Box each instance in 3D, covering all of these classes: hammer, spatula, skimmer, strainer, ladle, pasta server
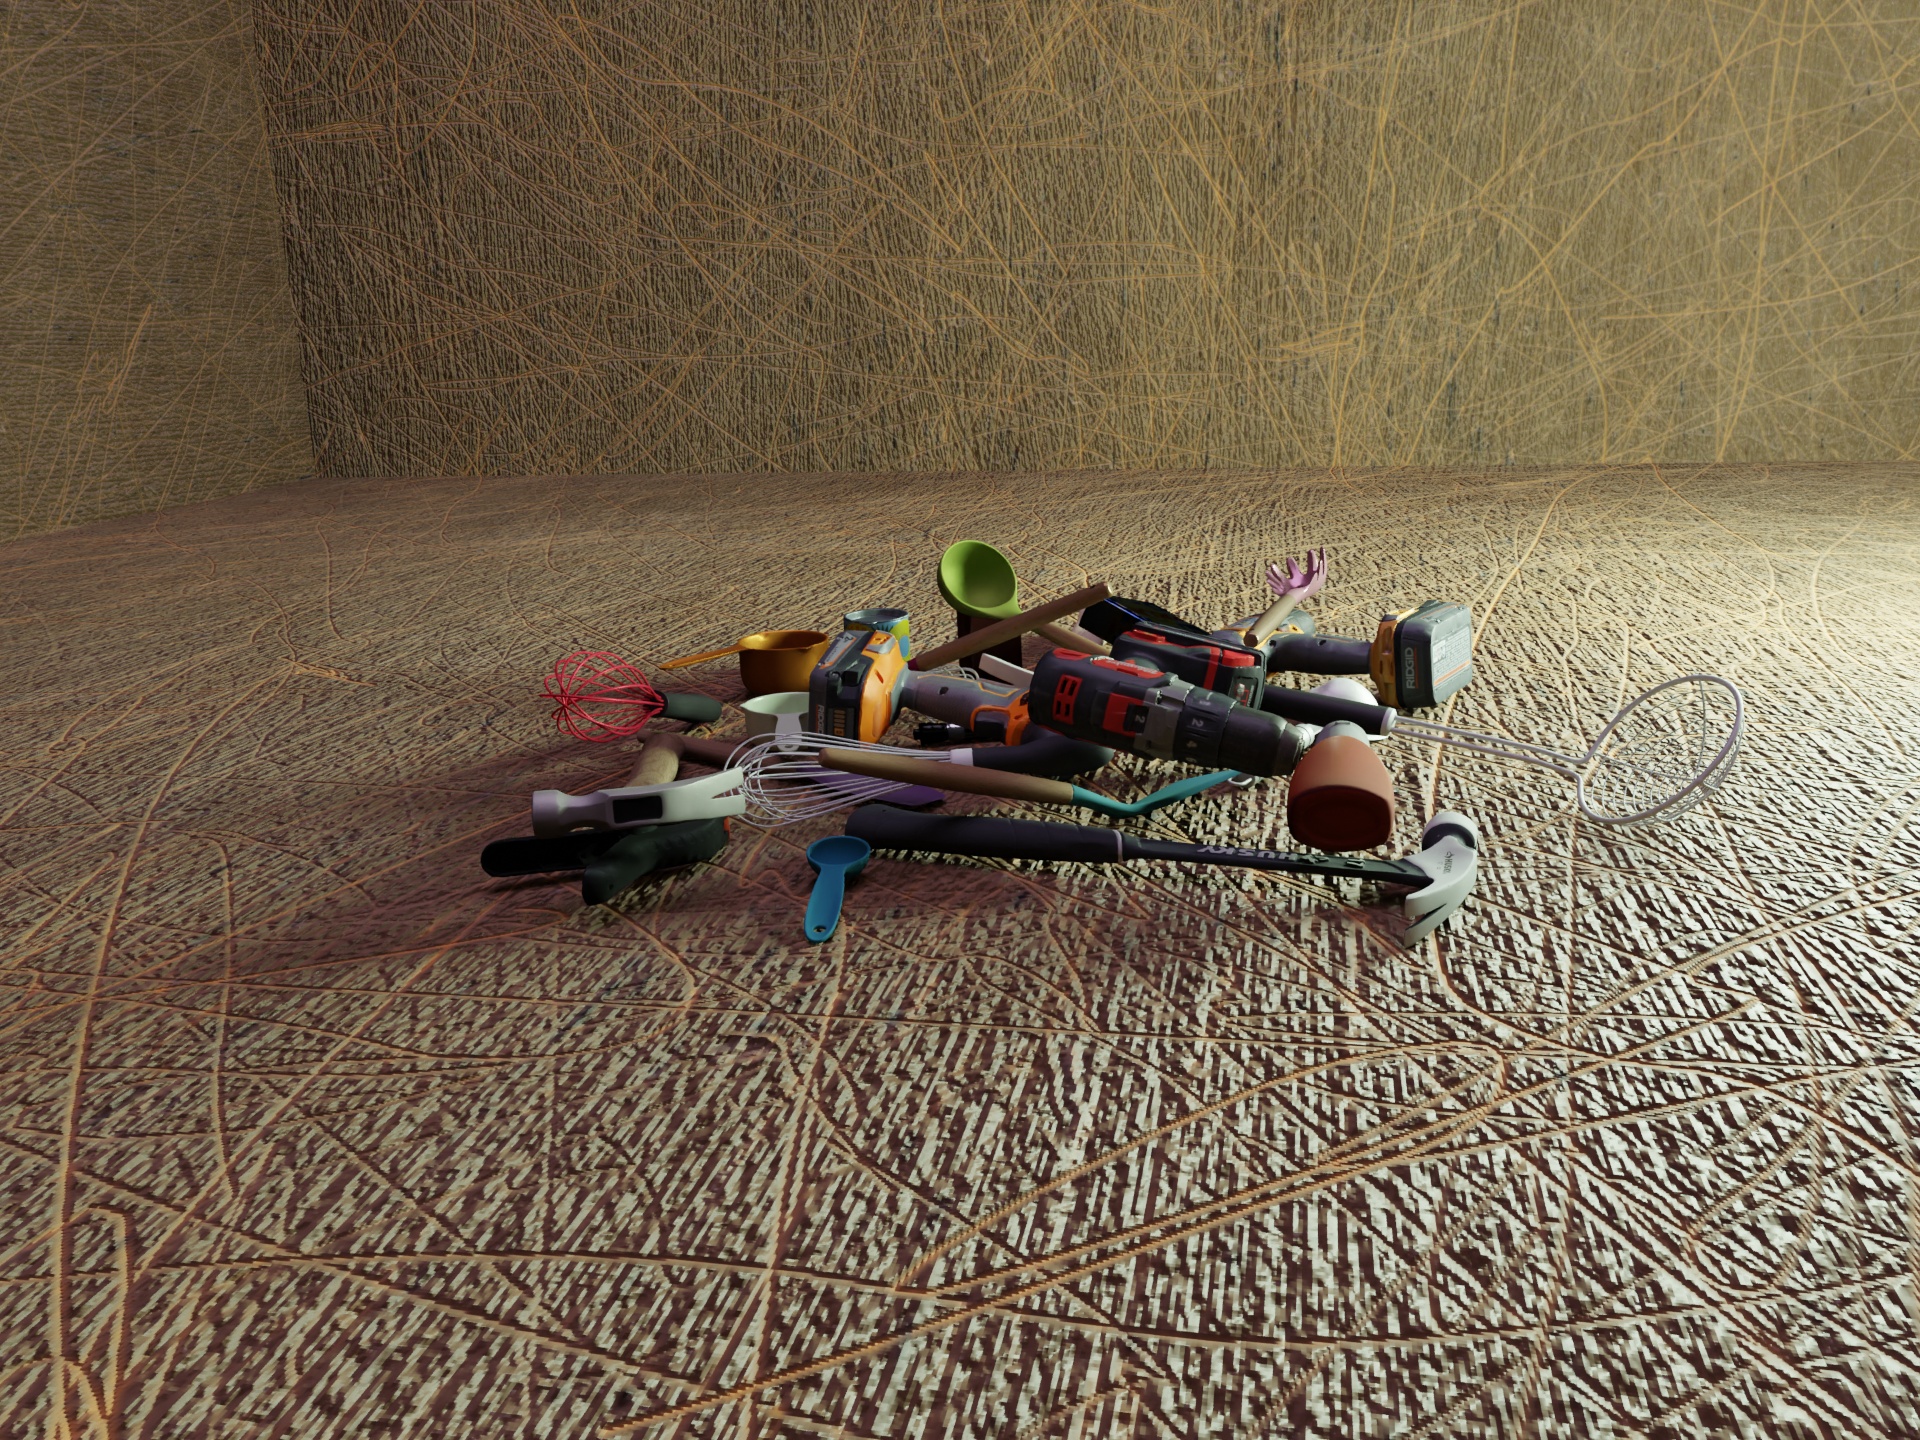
[{"bbox_3d":[0.109,-0.066,1.523,0.146,0.038,0.411,15,15,4],"label":"hammer"},{"bbox_3d":[0.117,0.086,1.025,0.409,0.036,0.149,3,17,20],"label":"hammer"},{"bbox_3d":[-0.144,0.036,1.267,0.316,0.018,0.059,10,14,35],"label":"spatula"},{"bbox_3d":[0.368,-0.005,1.154,0.363,0.090,0.127,13,58,31],"label":"skimmer"},{"bbox_3d":[0.278,0.009,1.274,0.087,0.050,0.258,24,30,29],"label":"strainer"},{"bbox_3d":[0.051,0.037,1.088,0.317,0.044,0.082,9,-12,-27],"label":"spatula"},{"bbox_3d":[-0.220,0.040,1.144,0.130,0.031,0.331,-4,6,-7],"label":"hammer"},{"bbox_3d":[0.091,-0.083,1.392,0.078,0.062,0.320,-21,35,-32],"label":"ladle"},{"bbox_3d":[0.289,-0.110,1.442,0.060,0.040,0.316,-19,7,24],"label":"pasta server"}]

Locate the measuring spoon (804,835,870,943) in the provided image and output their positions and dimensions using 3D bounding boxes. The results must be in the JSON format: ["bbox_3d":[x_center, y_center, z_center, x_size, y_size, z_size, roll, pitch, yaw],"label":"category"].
[{"bbox_3d":[-0.082,0.112,1.002,0.042,0.021,0.129,0,25,4],"label":"measuring spoon"}]

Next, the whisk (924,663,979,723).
[{"bbox_3d":[-0.052,-0.034,1.467,0.057,0.059,0.246,32,-8,-31],"label":"whisk"}]

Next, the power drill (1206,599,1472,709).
[{"bbox_3d":[0.352,-0.068,1.469,0.226,0.084,0.185,3,15,36],"label":"power drill"}]

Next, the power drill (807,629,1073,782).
[{"bbox_3d":[-0.002,-0.004,1.255,0.226,0.084,0.164,7,25,8],"label":"power drill"}]

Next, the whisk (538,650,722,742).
[{"bbox_3d":[-0.258,-0.015,1.301,0.073,0.073,0.295,2,-2,13],"label":"whisk"}]

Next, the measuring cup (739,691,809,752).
[{"bbox_3d":[-0.140,0.015,1.308,0.083,0.038,0.168,-3,17,-5],"label":"measuring cup"}]

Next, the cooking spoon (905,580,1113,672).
[{"bbox_3d":[-0.013,-0.057,1.379,0.319,0.017,0.069,-21,20,22],"label":"cooking spoon"}]

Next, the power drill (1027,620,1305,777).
[{"bbox_3d":[0.166,-0.011,1.149,0.188,0.080,0.226,16,12,18],"label":"power drill"}]

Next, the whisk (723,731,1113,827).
[{"bbox_3d":[-0.031,0.036,1.150,0.284,0.070,0.070,-5,15,0],"label":"whisk"}]

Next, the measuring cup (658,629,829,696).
[{"bbox_3d":[-0.204,-0.045,1.509,0.173,0.052,0.095,-14,20,-32],"label":"measuring cup"}]
